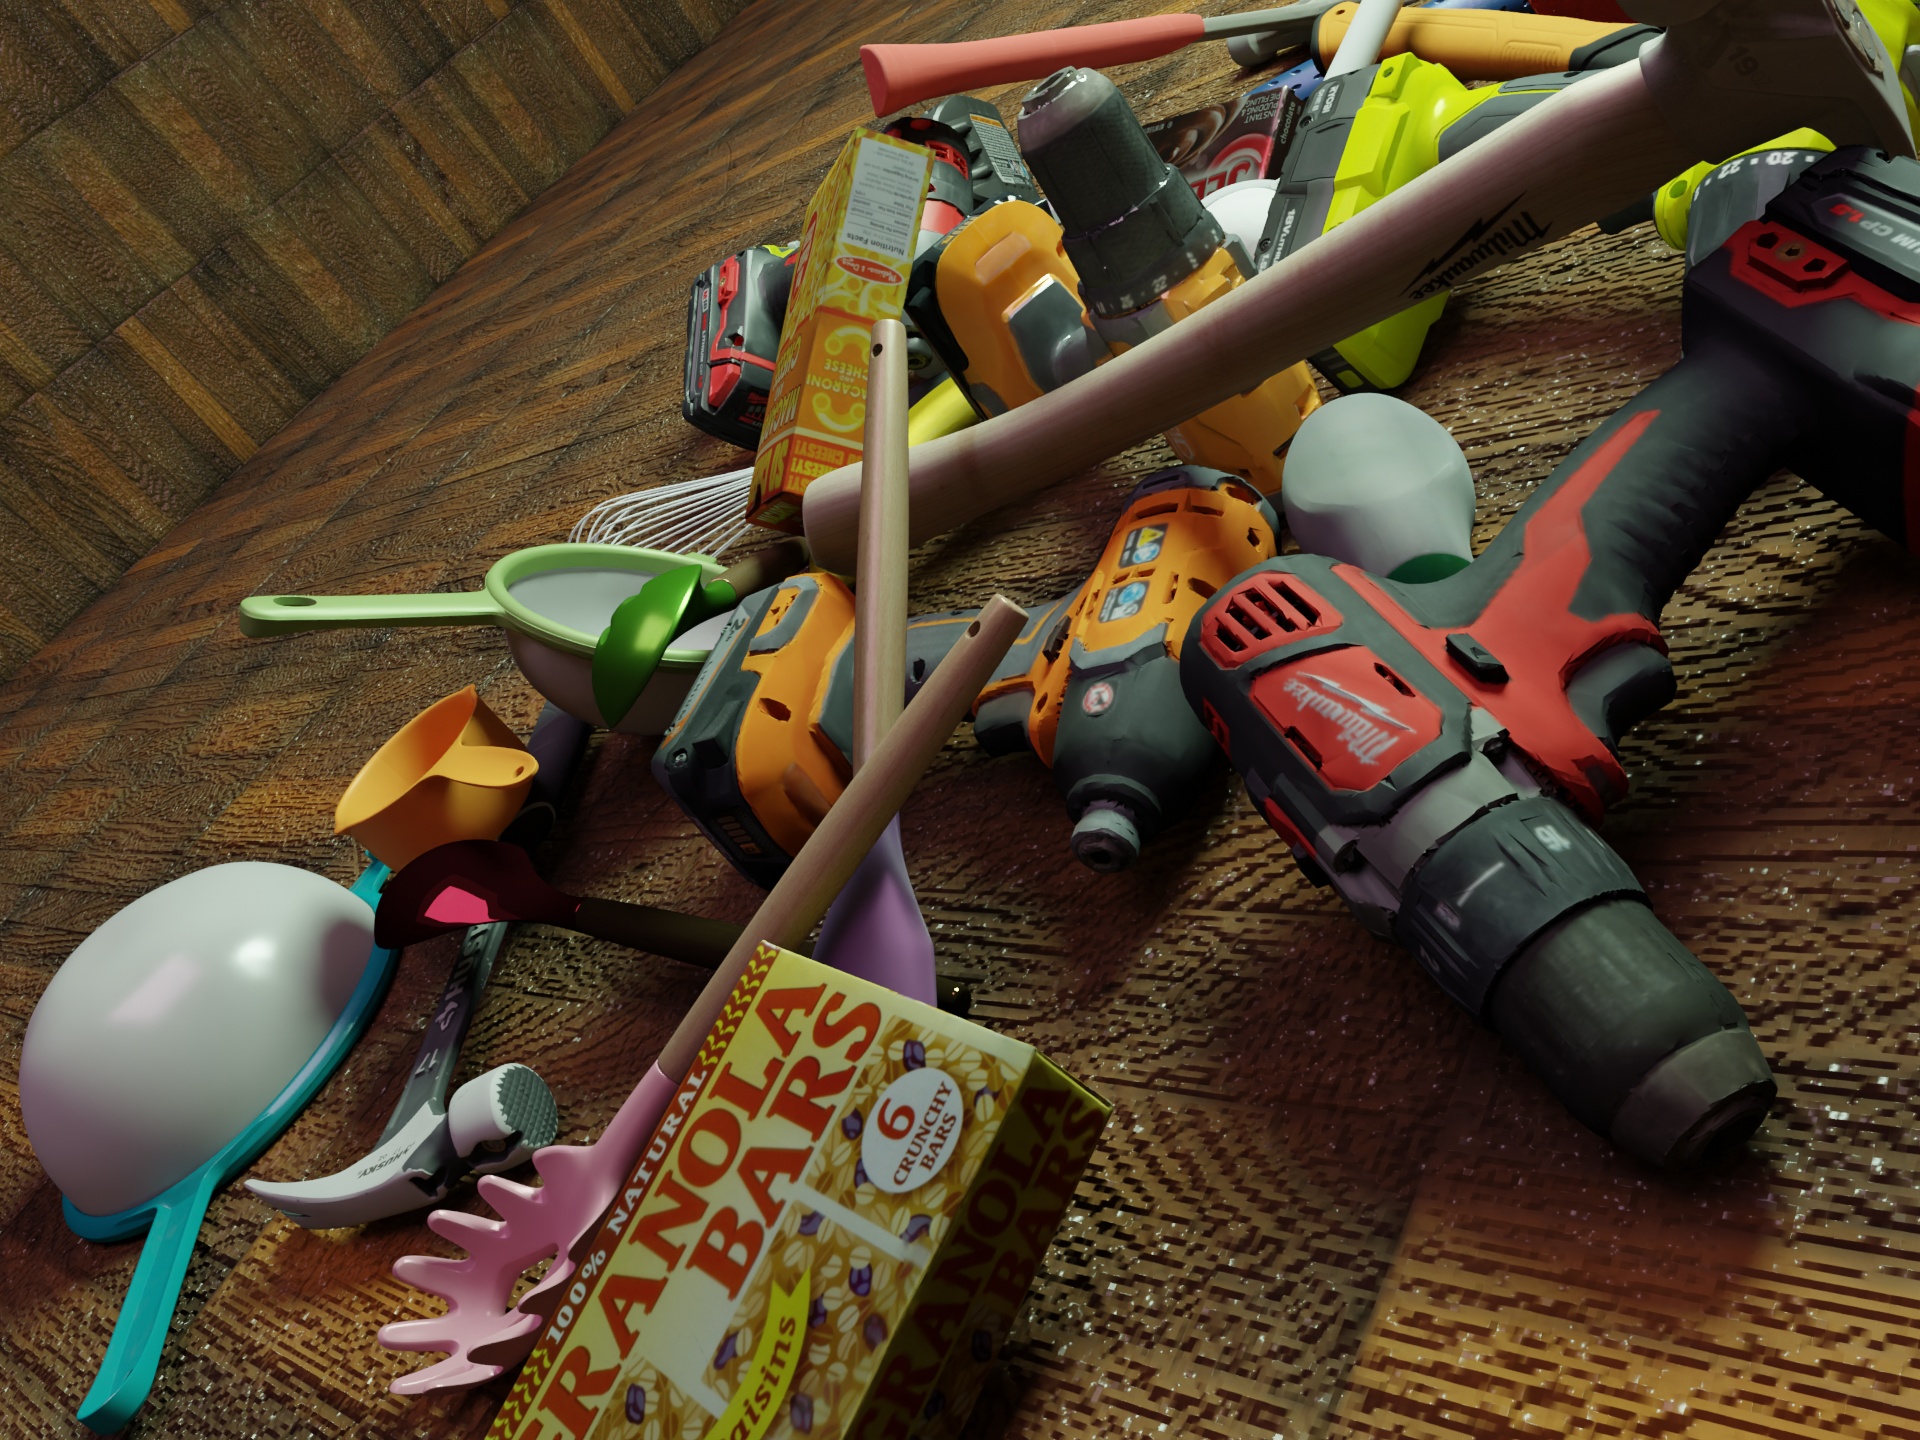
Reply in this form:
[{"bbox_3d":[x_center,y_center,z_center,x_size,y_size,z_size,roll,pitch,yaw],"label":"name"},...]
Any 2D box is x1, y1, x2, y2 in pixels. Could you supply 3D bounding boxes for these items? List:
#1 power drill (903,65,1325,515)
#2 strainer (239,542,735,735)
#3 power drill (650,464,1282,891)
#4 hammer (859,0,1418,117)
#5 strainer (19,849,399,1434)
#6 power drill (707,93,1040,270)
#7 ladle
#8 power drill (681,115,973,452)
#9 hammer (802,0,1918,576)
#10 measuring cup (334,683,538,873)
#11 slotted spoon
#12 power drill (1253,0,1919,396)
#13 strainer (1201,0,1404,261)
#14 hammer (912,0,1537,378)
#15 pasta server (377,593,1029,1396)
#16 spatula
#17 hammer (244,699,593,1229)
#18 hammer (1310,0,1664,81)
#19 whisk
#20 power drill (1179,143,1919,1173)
[{"bbox_3d":[0.051,-0.180,0.676,0.084,0.185,0.226,-41,26,-7],"label":"power drill"},{"bbox_3d":[-0.202,-0.029,0.750,0.256,0.069,0.152,-4,27,-34],"label":"strainer"},{"bbox_3d":[-0.001,-0.002,0.584,0.226,0.084,0.164,-12,40,33],"label":"power drill"},{"bbox_3d":[0.101,-0.396,0.924,0.359,0.036,0.149,-22,15,-30],"label":"hammer"},{"bbox_3d":[-0.378,0.169,0.735,0.211,0.095,0.341,-35,28,5],"label":"strainer"},{"bbox_3d":[-0.068,-0.334,1.093,0.223,0.080,0.171,-25,7,22],"label":"power drill"},{"bbox_3d":[-0.125,0.080,0.608,0.315,0.031,0.069,5,38,37],"label":"ladle"},{"bbox_3d":[-0.075,-0.244,0.941,0.219,0.078,0.143,-19,64,47],"label":"power drill"},{"bbox_3d":[0.093,-0.121,0.546,0.410,0.146,0.038,-19,57,44],"label":"hammer"},{"bbox_3d":[-0.220,0.035,0.729,0.174,0.052,0.095,2,48,49],"label":"measuring cup"},{"bbox_3d":[-0.104,-0.059,0.723,0.070,0.031,0.314,-56,1,16],"label":"slotted spoon"},{"bbox_3d":[0.224,-0.187,0.581,0.229,0.080,0.191,4,69,50],"label":"power drill"},{"bbox_3d":[0.166,-0.274,0.746,0.087,0.050,0.258,23,80,14],"label":"strainer"},{"bbox_3d":[0.136,-0.334,0.903,0.405,0.035,0.144,-19,71,22],"label":"hammer"},{"bbox_3d":[-0.081,0.088,0.502,0.316,0.040,0.060,-54,40,8],"label":"pasta server"},{"bbox_3d":[-0.029,0.003,0.529,0.060,0.018,0.316,-14,65,35],"label":"spatula"},{"bbox_3d":[-0.217,0.068,0.768,0.149,0.036,0.409,-28,30,19],"label":"hammer"},{"bbox_3d":[0.279,-0.303,0.709,0.127,0.034,0.337,-42,36,-6],"label":"hammer"},{"bbox_3d":[-0.106,-0.138,0.919,0.284,0.070,0.070,-24,31,13],"label":"whisk"},{"bbox_3d":[0.185,-0.019,0.388,0.226,0.080,0.188,-37,47,3],"label":"power drill"}]
